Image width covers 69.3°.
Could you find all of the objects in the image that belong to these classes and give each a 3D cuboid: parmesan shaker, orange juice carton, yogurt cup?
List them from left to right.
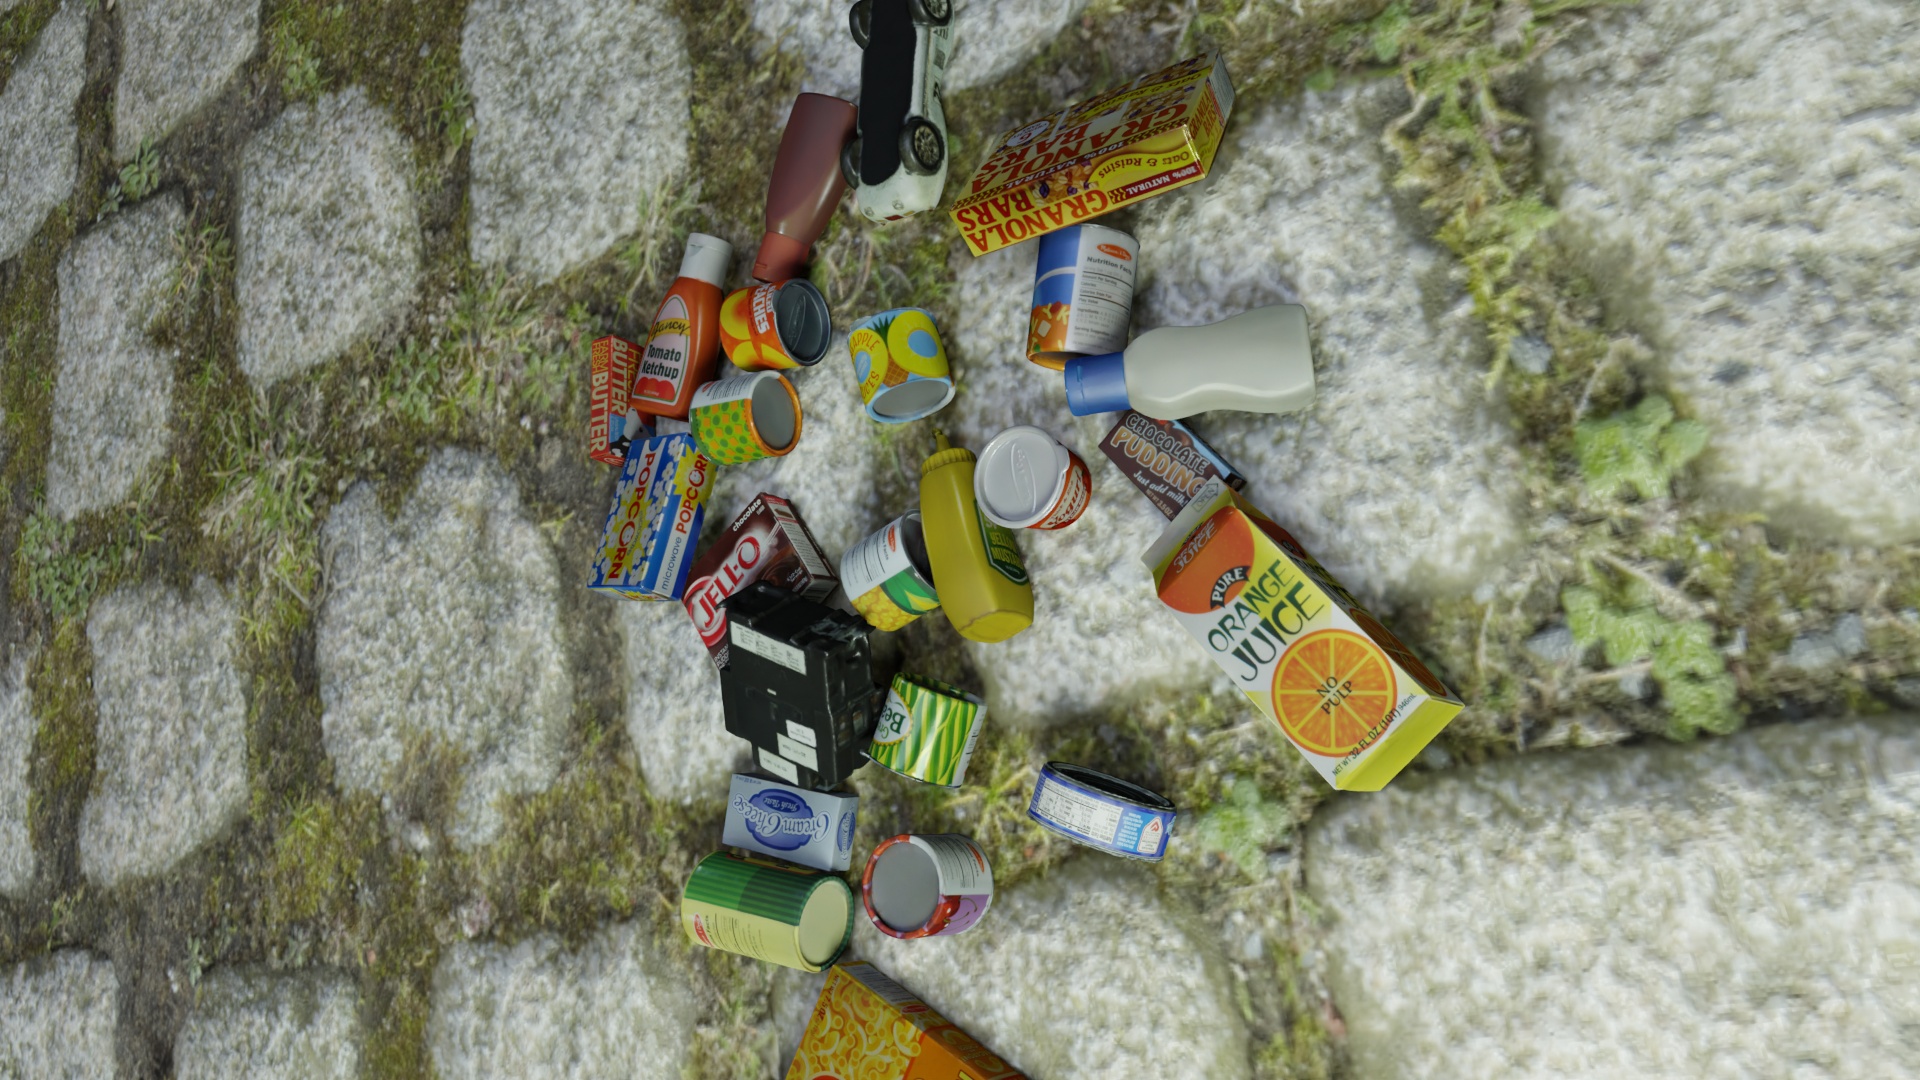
[{"bbox_3d":[-0.132,0.258,0.964,0.103,0.071,0.071,2,82,32],"label":"parmesan shaker"},{"bbox_3d":[0.050,-0.038,0.910,0.072,0.054,0.072,-7,77,32],"label":"yogurt cup"},{"bbox_3d":[0.185,0.049,0.795,0.071,0.073,0.193,-50,58,16],"label":"orange juice carton"}]

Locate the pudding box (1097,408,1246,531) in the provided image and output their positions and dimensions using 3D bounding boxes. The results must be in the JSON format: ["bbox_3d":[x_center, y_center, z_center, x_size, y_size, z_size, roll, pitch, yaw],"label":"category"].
[{"bbox_3d":[0.133,-0.048,0.874,0.049,0.030,0.084,-49,59,14],"label":"pudding box"}]

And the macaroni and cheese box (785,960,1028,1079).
[{"bbox_3d":[-0.035,0.368,0.893,0.167,0.040,0.123,25,94,34],"label":"macaroni and cheese box"}]

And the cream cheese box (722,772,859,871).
[{"bbox_3d":[-0.121,0.200,0.992,0.104,0.024,0.053,4,84,34],"label":"cream cheese box"}]

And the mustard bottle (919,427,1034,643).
[{"bbox_3d":[0.003,-0.012,0.931,0.048,0.065,0.161,-29,62,25],"label":"mustard bottle"}]

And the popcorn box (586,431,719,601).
[{"bbox_3d":[-0.238,-0.016,1.078,0.085,0.038,0.127,-3,68,48],"label":"popcorn box"}]

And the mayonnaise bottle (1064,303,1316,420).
[{"bbox_3d":[0.139,-0.104,0.850,0.148,0.041,0.065,-7,68,14],"label":"mayonnaise bottle"}]

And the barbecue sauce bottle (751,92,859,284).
[{"bbox_3d":[-0.121,-0.268,1.074,0.065,0.043,0.148,21,93,34],"label":"barbecue sauce bottle"}]

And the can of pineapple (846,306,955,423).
[{"bbox_3d":[-0.043,-0.123,0.979,0.071,0.071,0.058,-27,67,26],"label":"can of pineapple"}]

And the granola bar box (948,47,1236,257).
[{"bbox_3d":[0.088,-0.249,0.898,0.165,0.039,0.125,-13,33,30],"label":"granola bar box"}]

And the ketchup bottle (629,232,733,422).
[{"bbox_3d":[-0.219,-0.171,1.118,0.065,0.043,0.149,14,87,32],"label":"ketchup bottle"}]

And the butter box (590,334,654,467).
[{"bbox_3d":[-0.276,-0.112,1.136,0.024,0.053,0.103,-10,75,29],"label":"butter box"}]

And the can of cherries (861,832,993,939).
[{"bbox_3d":[-0.023,0.226,0.902,0.071,0.058,0.071,-7,77,31],"label":"can of cherries"}]

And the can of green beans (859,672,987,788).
[{"bbox_3d":[-0.021,0.124,0.916,0.071,0.071,0.058,20,91,34],"label":"can of green beans"}]

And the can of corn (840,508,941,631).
[{"bbox_3d":[-0.038,0.022,0.949,0.058,0.071,0.071,-31,65,28],"label":"can of corn"}]

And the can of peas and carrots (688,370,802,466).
[{"bbox_3d":[-0.161,-0.090,1.052,0.058,0.071,0.071,-7,77,31],"label":"can of peas and carrots"}]

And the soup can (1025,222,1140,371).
[{"bbox_3d":[0.079,-0.156,0.911,0.071,0.071,0.084,4,83,33],"label":"soup can"}]

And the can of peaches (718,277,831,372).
[{"bbox_3d":[-0.141,-0.163,1.049,0.058,0.071,0.071,-2,79,34],"label":"can of peaches"}]
